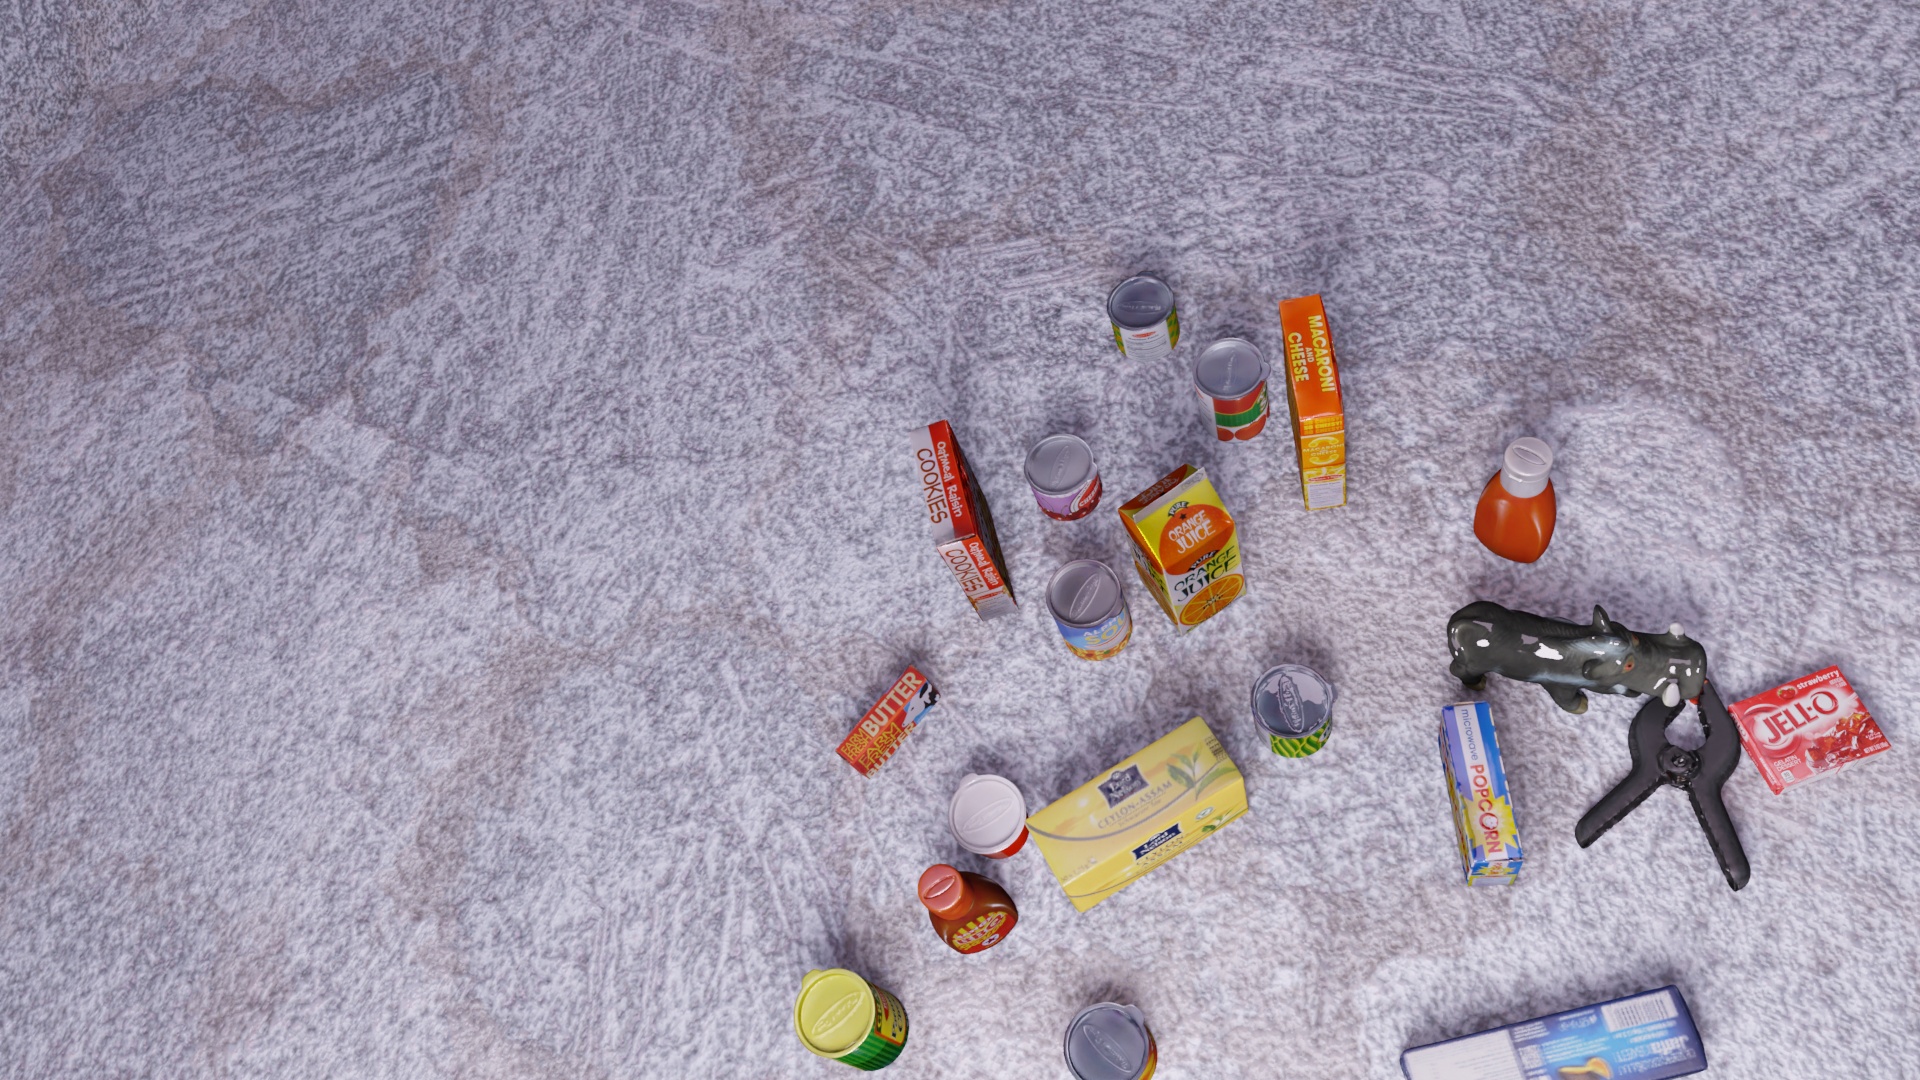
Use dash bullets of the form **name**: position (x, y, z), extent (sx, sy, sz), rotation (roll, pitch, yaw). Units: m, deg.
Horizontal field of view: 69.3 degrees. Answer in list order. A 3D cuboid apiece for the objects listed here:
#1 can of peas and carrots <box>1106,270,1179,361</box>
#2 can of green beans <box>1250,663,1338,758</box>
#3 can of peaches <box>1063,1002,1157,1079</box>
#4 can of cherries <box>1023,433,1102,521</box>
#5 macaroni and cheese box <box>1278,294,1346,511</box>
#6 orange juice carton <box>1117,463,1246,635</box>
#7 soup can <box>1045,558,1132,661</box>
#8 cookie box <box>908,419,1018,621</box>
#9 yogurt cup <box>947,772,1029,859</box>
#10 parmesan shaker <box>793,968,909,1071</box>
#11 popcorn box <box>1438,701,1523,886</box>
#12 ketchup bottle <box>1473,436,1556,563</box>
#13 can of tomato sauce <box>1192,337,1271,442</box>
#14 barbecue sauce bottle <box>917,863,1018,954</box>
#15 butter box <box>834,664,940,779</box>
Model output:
- **can of peas and carrots**: position (0.182, -0.222, 1.378), extent (0.071, 0.058, 0.071), rotation (-6, 63, 12)
- **can of green beans**: position (0.279, 0.144, 1.167), extent (0.071, 0.057, 0.071), rotation (-6, 63, 12)
- **can of peaches**: position (0.120, 0.396, 1.082), extent (0.071, 0.058, 0.071), rotation (-6, 63, 12)
- **can of cherries**: position (0.100, -0.058, 1.318), extent (0.071, 0.058, 0.072), rotation (-6, 63, 12)
- **macaroni and cheese box**: position (0.313, -0.119, 1.228), extent (0.040, 0.166, 0.124), rotation (-8, 62, 12)
- **orange juice carton**: position (0.189, 0.002, 1.186), extent (0.072, 0.192, 0.073), rotation (-33, 60, -2)
- **soup can**: position (0.118, 0.064, 1.236), extent (0.071, 0.083, 0.071), rotation (-6, 63, 13)
- **cookie box**: position (0.004, -0.016, 1.260), extent (0.040, 0.167, 0.123), rotation (-18, 61, 6)
- **yogurt cup**: position (0.028, 0.240, 1.189), extent (0.072, 0.053, 0.072), rotation (-6, 63, 12)
- **parmesan shaker**: position (-0.087, 0.385, 1.119), extent (0.071, 0.102, 0.071), rotation (-6, 63, 13)
- **popcorn box**: position (0.405, 0.199, 1.088), extent (0.038, 0.085, 0.127), rotation (-8, 62, 12)
- **ketchup bottle**: position (0.464, -0.034, 1.153), extent (0.065, 0.148, 0.043), rotation (33, 77, 27)
- **can of tomato sauce**: position (0.257, -0.140, 1.302), extent (0.071, 0.083, 0.071), rotation (-6, 63, 13)
- **barbecue sauce bottle**: position (0.002, 0.293, 1.115), extent (0.065, 0.148, 0.044), rotation (-32, 60, -2)
- **butter box**: position (-0.064, 0.165, 1.253), extent (0.024, 0.053, 0.104), rotation (36, 78, 28)
